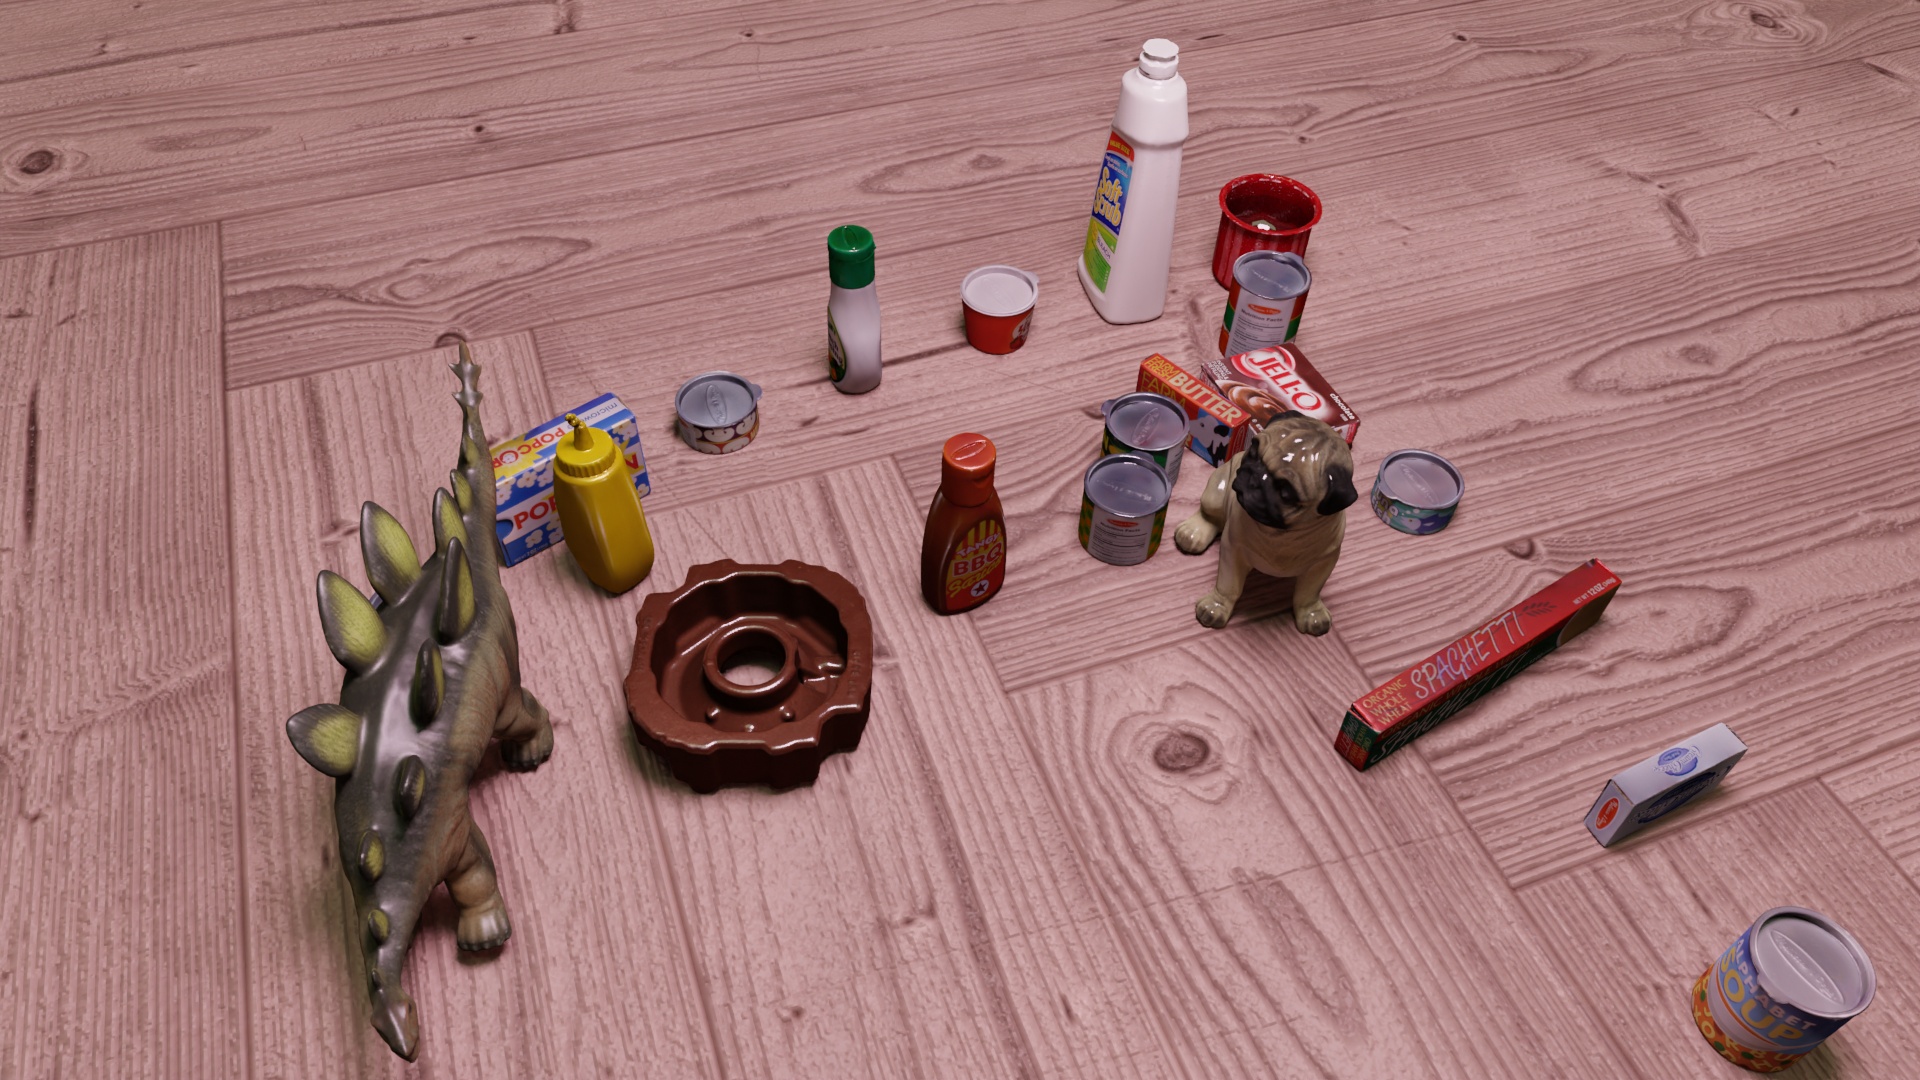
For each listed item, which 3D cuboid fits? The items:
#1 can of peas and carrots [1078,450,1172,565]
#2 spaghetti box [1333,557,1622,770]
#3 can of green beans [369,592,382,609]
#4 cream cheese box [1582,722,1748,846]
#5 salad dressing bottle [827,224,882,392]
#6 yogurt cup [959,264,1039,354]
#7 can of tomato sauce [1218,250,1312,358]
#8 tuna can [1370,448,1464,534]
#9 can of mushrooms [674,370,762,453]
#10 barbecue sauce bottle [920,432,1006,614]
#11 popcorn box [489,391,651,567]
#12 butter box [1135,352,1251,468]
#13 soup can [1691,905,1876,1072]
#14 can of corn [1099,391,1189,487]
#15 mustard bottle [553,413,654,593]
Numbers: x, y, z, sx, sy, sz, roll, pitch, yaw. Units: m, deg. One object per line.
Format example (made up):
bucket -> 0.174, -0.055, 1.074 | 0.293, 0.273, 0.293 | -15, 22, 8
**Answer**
can of peas and carrots -> 0.125, -0.025, 1.061 | 0.071, 0.058, 0.071 | 1, 48, -1
spaghetti box -> 0.366, 0.085, 0.978 | 0.251, 0.049, 0.029 | -25, 54, -23
can of green beans -> -0.371, 0.065, 0.961 | 0.071, 0.057, 0.071 | 1, 48, -1
cream cheese box -> 0.463, 0.160, 0.913 | 0.104, 0.053, 0.024 | -20, 52, -19
salad dressing bottle -> -0.088, -0.189, 1.138 | 0.044, 0.146, 0.064 | -12, 50, -12
yogurt cup -> 0.033, -0.200, 1.216 | 0.072, 0.053, 0.073 | 1, 48, -1
can of tomato sauce -> 0.263, -0.200, 1.205 | 0.071, 0.082, 0.071 | 1, 48, -1
tuna can -> 0.359, -0.038, 1.099 | 0.071, 0.032, 0.071 | 1, 48, -1
can of mushrooms -> -0.196, -0.105, 1.135 | 0.071, 0.033, 0.071 | 1, 48, -1
barbecue sauce bottle -> 0.004, -0.012, 0.985 | 0.065, 0.147, 0.044 | -26, 54, -23
popcorn box -> -0.301, -0.047, 1.045 | 0.127, 0.084, 0.038 | -32, 57, -27
butter box -> 0.188, -0.106, 1.139 | 0.024, 0.052, 0.104 | -33, 58, -27
soup can -> 0.471, 0.262, 0.804 | 0.071, 0.083, 0.072 | 1, 48, -1
can of corn -> 0.143, -0.076, 1.107 | 0.071, 0.058, 0.071 | 1, 48, -1
mustard bottle -> -0.257, -0.032, 0.984 | 0.065, 0.159, 0.049 | 34, 56, 25
